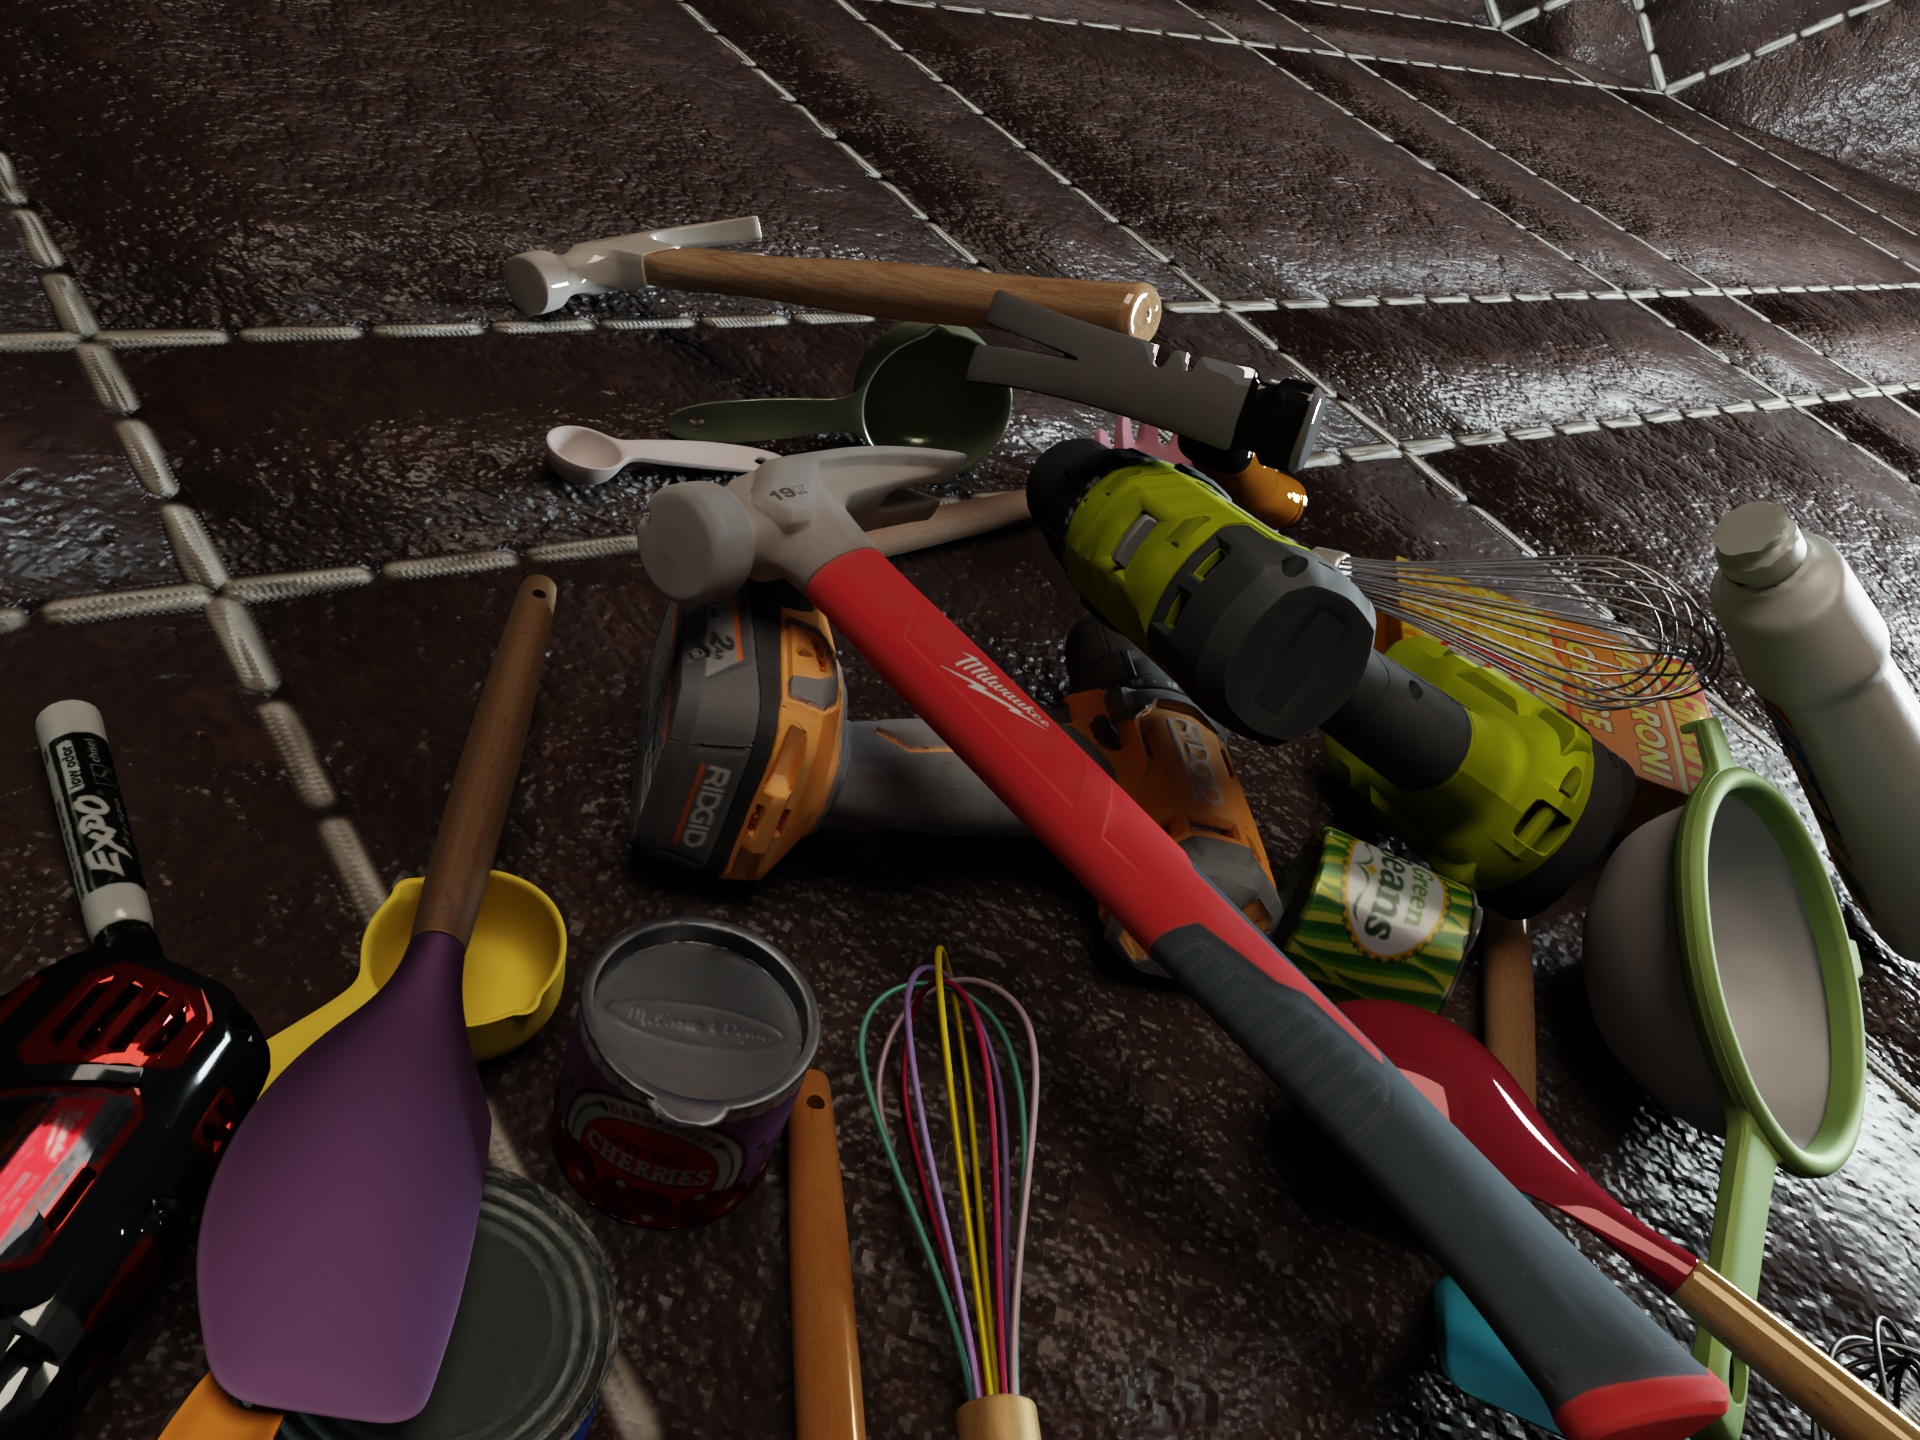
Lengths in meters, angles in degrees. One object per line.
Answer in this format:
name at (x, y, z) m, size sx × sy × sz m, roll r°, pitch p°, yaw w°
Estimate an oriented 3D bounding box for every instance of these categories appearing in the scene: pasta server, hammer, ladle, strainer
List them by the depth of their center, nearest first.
ladle at (0.230, 0.180, 0.456) m, size 0.316 × 0.031 × 0.069 m, roll 38°, pitch 38°, yaw 23°
hammer at (0.070, 0.050, 0.485) m, size 0.386 × 0.038 × 0.143 m, roll 46°, pitch 36°, yaw 18°
strainer at (0.261, 0.134, 0.574) m, size 0.151 × 0.069 × 0.256 m, roll 48°, pitch 50°, yaw -23°
hammer at (0.109, -0.121, 0.707) m, size 0.127 × 0.034 × 0.337 m, roll 20°, pitch 6°, yaw 16°
hammer at (-0.057, -0.208, 0.759) m, size 0.331 × 0.031 × 0.130 m, roll 15°, pitch 32°, yaw 31°
pasta server at (0.016, -0.107, 0.766) m, size 0.316 × 0.040 × 0.060 m, roll -19°, pitch 41°, yaw -40°

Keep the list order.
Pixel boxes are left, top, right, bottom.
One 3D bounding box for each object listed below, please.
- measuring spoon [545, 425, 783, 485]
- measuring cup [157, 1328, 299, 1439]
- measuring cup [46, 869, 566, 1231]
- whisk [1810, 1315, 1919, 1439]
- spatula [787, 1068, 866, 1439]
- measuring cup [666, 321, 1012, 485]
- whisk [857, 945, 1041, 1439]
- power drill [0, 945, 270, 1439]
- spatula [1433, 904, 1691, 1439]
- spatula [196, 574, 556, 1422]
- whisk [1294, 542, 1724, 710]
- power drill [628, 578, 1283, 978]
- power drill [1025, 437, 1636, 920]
measuring spoon at (-0.132, -0.116, 0.727) m, size 0.124 × 0.018 × 0.034 m, roll -4°, pitch 43°, yaw -40°
measuring cup at (-0.169, 0.198, 0.288) m, size 0.095 × 0.052 × 0.174 m, roll 20°, pitch 35°, yaw -2°
measuring cup at (-0.177, 0.097, 0.437) m, size 0.062 × 0.029 × 0.156 m, roll 36°, pitch 51°, yaw 23°
whisk at (0.276, 0.272, 0.421) m, size 0.055 × 0.055 × 0.239 m, roll 18°, pitch 41°, yaw -5°
spatula at (-0.030, 0.213, 0.362) m, size 0.081 × 0.041 × 0.323 m, roll 10°, pitch 35°, yaw -15°
measuring cup at (-0.060, -0.156, 0.776) m, size 0.167 × 0.083 × 0.038 m, roll -6°, pitch 34°, yaw -10°
whisk at (0.005, 0.162, 0.426) m, size 0.051 × 0.047 × 0.245 m, roll 10°, pitch 42°, yaw -17°
power drill at (-0.289, 0.101, 0.325) m, size 0.226 × 0.080 × 0.188 m, roll 23°, pitch 43°, yaw -3°
spatula at (0.202, 0.127, 0.565) m, size 0.082 × 0.044 × 0.318 m, roll 22°, pitch 36°, yaw 3°
spatula at (-0.147, 0.046, 0.454) m, size 0.059 × 0.018 × 0.316 m, roll 18°, pitch 34°, yaw -16°
whisk at (0.198, -0.062, 0.727) m, size 0.285 × 0.070 × 0.070 m, roll 18°, pitch 31°, yaw 32°
power drill at (-0.001, -0.002, 0.597) m, size 0.226 × 0.084 × 0.186 m, roll 14°, pitch 36°, yaw -17°
power drill at (0.132, -0.025, 0.610) m, size 0.228 × 0.080 × 0.191 m, roll 29°, pitch 12°, yaw -31°
